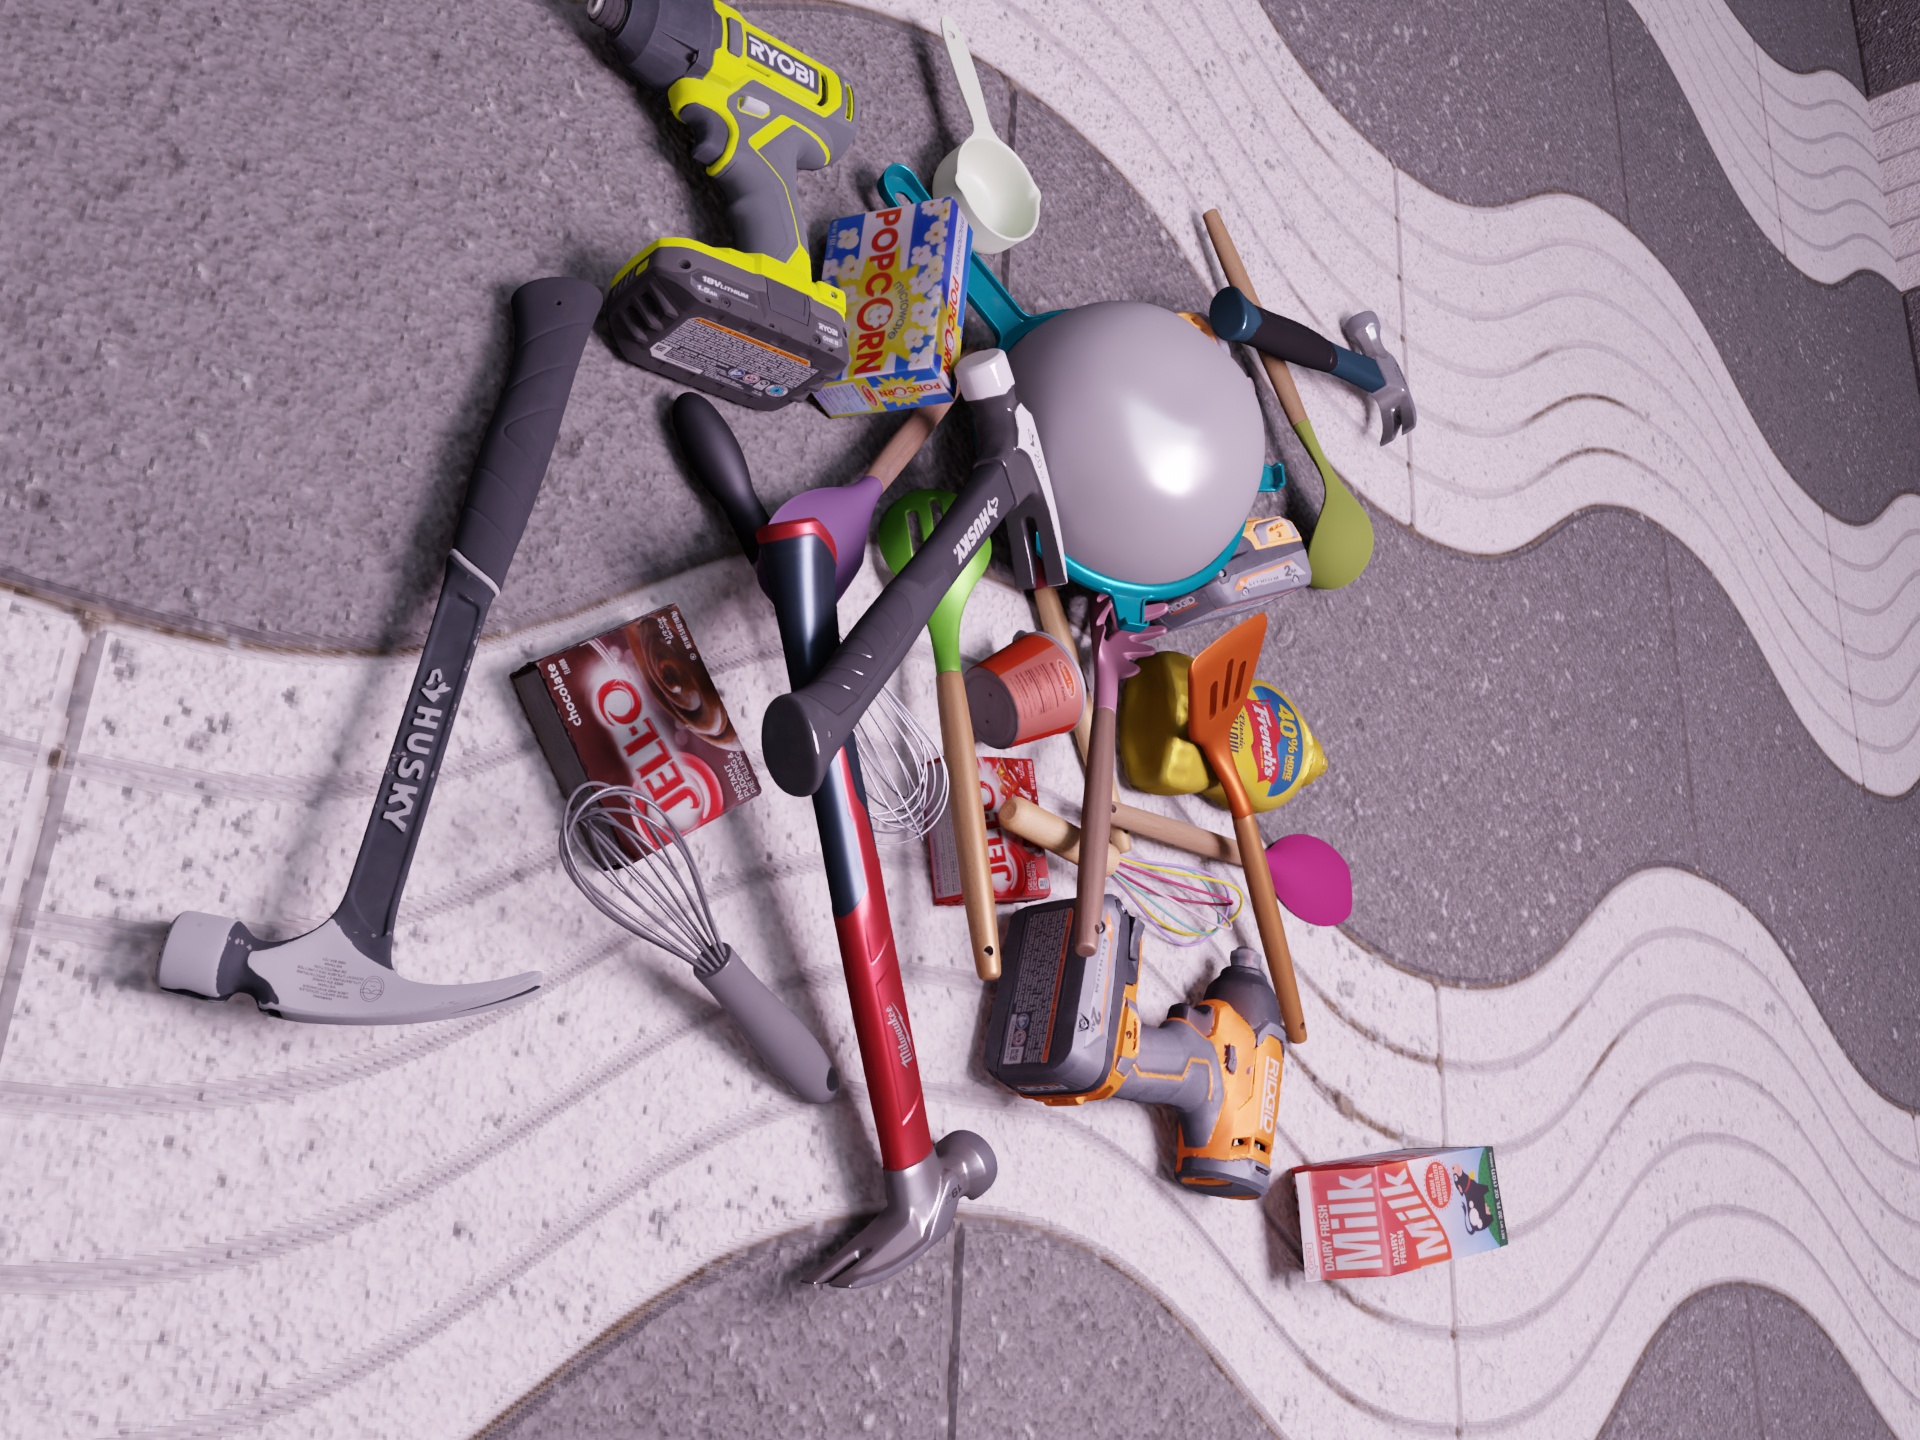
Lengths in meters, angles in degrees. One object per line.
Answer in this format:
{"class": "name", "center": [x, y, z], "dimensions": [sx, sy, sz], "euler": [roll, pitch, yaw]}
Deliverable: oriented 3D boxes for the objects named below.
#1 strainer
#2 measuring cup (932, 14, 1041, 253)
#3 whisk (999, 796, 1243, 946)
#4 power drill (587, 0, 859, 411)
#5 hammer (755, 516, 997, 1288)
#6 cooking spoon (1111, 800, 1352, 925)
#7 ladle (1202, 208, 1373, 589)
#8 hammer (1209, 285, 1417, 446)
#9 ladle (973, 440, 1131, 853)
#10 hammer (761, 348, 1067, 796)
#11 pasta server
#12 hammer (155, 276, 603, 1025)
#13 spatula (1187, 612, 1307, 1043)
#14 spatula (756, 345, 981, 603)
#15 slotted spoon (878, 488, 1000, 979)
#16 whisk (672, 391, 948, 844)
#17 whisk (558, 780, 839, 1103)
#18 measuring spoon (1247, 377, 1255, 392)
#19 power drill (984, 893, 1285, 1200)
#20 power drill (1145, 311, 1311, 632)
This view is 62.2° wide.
{"class": "strainer", "center": [0.079, -0.238, 1.015], "dimensions": [0.340, 0.095, 0.211], "euler": [49, 59, -5]}
{"class": "measuring cup", "center": [0.003, -0.401, 1.096], "dimensions": [0.083, 0.038, 0.167], "euler": [-10, 82, -44]}
{"class": "whisk", "center": [0.108, 0.093, 1.013], "dimensions": [0.244, 0.047, 0.051], "euler": [29, 56, -43]}
{"class": "power drill", "center": [-0.137, -0.306, 0.913], "dimensions": [0.171, 0.080, 0.223], "euler": [14, 64, -40]}
{"class": "hammer", "center": [-0.063, 0.090, 0.820], "dimensions": [0.143, 0.038, 0.386], "euler": [-20, 101, -56]}
{"class": "cooking spoon", "center": [0.194, 0.093, 1.121], "dimensions": [0.318, 0.017, 0.069], "euler": [19, 65, -43]}
{"class": "ladle", "center": [0.251, -0.257, 1.276], "dimensions": [0.078, 0.062, 0.320], "euler": [-17, 84, -59]}
{"class": "hammer", "center": [0.285, -0.295, 1.271], "dimensions": [0.331, 0.033, 0.128], "euler": [-2, 67, -54]}
{"class": "ladle", "center": [0.065, -0.063, 1.055], "dimensions": [0.069, 0.031, 0.315], "euler": [-17, 91, -47]}
{"class": "hammer", "center": [-0.019, -0.068, 0.852], "dimensions": [0.335, 0.035, 0.146], "euler": [-58, 135, -49]}
{"class": "pasta server", "center": [0.094, 0.013, 0.992], "dimensions": [0.060, 0.040, 0.316], "euler": [46, 35, -32]}
{"class": "hammer", "center": [-0.229, -0.052, 0.750], "dimensions": [0.149, 0.036, 0.409], "euler": [13, 61, -10]}
{"class": "spatula", "center": [0.202, 0.085, 1.074], "dimensions": [0.081, 0.041, 0.322], "euler": [-32, 115, -34]}
{"class": "spatula", "center": [-0.045, -0.155, 0.952], "dimensions": [0.059, 0.018, 0.316], "euler": [52, 39, -19]}
{"class": "slotted spoon", "center": [-0.001, -0.003, 0.938], "dimensions": [0.070, 0.031, 0.314], "euler": [-3, 70, -11]}
{"class": "whisk", "center": [-0.089, -0.057, 0.894], "dimensions": [0.070, 0.070, 0.284], "euler": [-31, 94, -43]}
{"class": "whisk", "center": [-0.122, 0.118, 0.790], "dimensions": [0.238, 0.055, 0.055], "euler": [58, 45, -35]}
{"class": "measuring spoon", "center": [0.211, -0.235, 1.254], "dimensions": [0.034, 0.018, 0.124], "euler": [55, 41, -25]}
{"class": "power drill", "center": [0.124, 0.190, 0.997], "dimensions": [0.226, 0.084, 0.164], "euler": [34, 56, -36]}
{"class": "power drill", "center": [0.143, -0.181, 1.130], "dimensions": [0.185, 0.084, 0.226], "euler": [-15, 84, -41]}
